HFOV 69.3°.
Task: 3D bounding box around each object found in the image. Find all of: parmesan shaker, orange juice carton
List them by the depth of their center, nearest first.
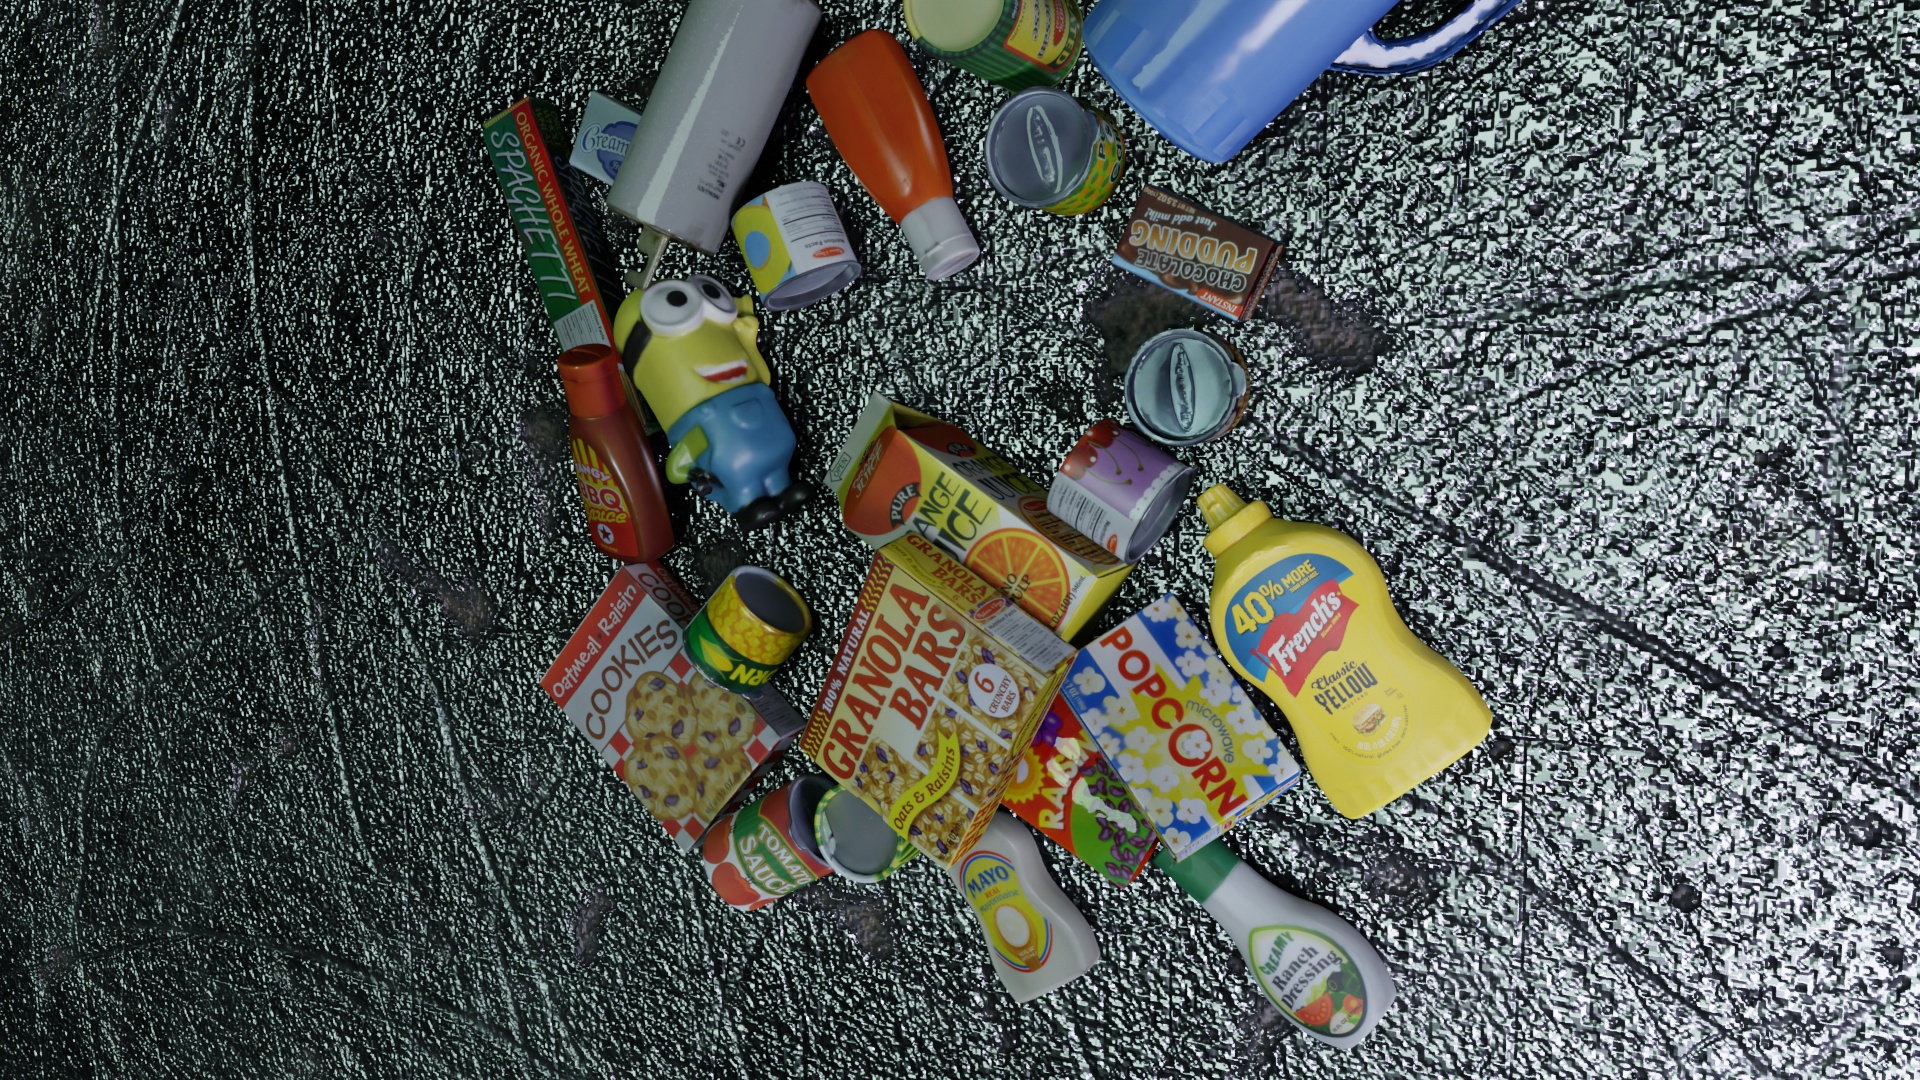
[{"bbox_3d":[0.020,-0.290,0.779,0.071,0.103,0.071,4,98,25],"label":"parmesan shaker"},{"bbox_3d":[0.003,-0.011,0.838,0.193,0.073,0.071,37,111,18],"label":"orange juice carton"}]

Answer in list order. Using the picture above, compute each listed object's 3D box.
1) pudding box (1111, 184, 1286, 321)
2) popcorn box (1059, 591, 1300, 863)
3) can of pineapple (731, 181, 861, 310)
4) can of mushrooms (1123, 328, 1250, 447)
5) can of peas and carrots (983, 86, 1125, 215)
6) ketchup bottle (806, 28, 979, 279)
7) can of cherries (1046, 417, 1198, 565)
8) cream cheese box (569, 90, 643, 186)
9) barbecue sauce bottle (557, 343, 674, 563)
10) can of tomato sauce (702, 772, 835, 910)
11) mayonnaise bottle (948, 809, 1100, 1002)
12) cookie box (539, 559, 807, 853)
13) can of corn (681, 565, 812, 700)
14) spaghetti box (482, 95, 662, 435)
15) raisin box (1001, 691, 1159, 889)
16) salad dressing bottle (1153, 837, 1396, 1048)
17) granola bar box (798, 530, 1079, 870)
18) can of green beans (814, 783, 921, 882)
[{"bbox_3d":[0.133,-0.161,0.781,0.084,0.030,0.049,31,109,20],"label":"pudding box"},{"bbox_3d":[0.120,0.104,0.784,0.085,0.038,0.127,-32,69,-4],"label":"popcorn box"},{"bbox_3d":[-0.105,-0.184,0.874,0.071,0.071,0.058,-25,85,26],"label":"can of pineapple"},{"bbox_3d":[0.131,-0.087,0.788,0.071,0.033,0.071,3,97,26],"label":"can of mushrooms"},{"bbox_3d":[0.057,-0.222,0.794,0.071,0.059,0.071,3,98,25],"label":"can of peas and carrots"},{"bbox_3d":[-0.037,-0.232,0.847,0.064,0.043,0.149,-29,83,27],"label":"ketchup bottle"},{"bbox_3d":[0.093,-0.030,0.798,0.058,0.071,0.071,35,110,19],"label":"can of cherries"},{"bbox_3d":[-0.215,-0.259,0.941,0.104,0.024,0.053,31,108,20],"label":"cream cheese box"},{"bbox_3d":[-0.234,-0.058,0.932,0.065,0.044,0.147,18,129,33],"label":"barbecue sauce bottle"},{"bbox_3d":[-0.121,0.203,0.925,0.083,0.071,0.071,-32,82,26],"label":"can of tomato sauce"},{"bbox_3d":[0.025,0.210,0.871,0.064,0.041,0.148,-34,81,25],"label":"mayonnaise bottle"},{"bbox_3d":[-0.203,0.113,0.972,0.167,0.040,0.122,45,113,13],"label":"cookie box"},{"bbox_3d":[-0.139,0.060,0.919,0.071,0.071,0.058,47,113,13],"label":"can of corn"},{"bbox_3d":[-0.270,-0.186,0.974,0.050,0.029,0.250,-22,86,26],"label":"spaghetti box"},{"bbox_3d":[0.073,0.137,0.841,0.123,0.040,0.085,33,109,18],"label":"raisin box"},{"bbox_3d":[0.177,0.222,0.797,0.148,0.044,0.064,41,111,16],"label":"salad dressing bottle"},{"bbox_3d":[-0.018,0.096,0.813,0.124,0.039,0.164,36,125,19],"label":"granola bar box"},{"bbox_3d":[-0.052,0.180,0.896,0.071,0.058,0.071,3,98,25],"label":"can of green beans"}]
